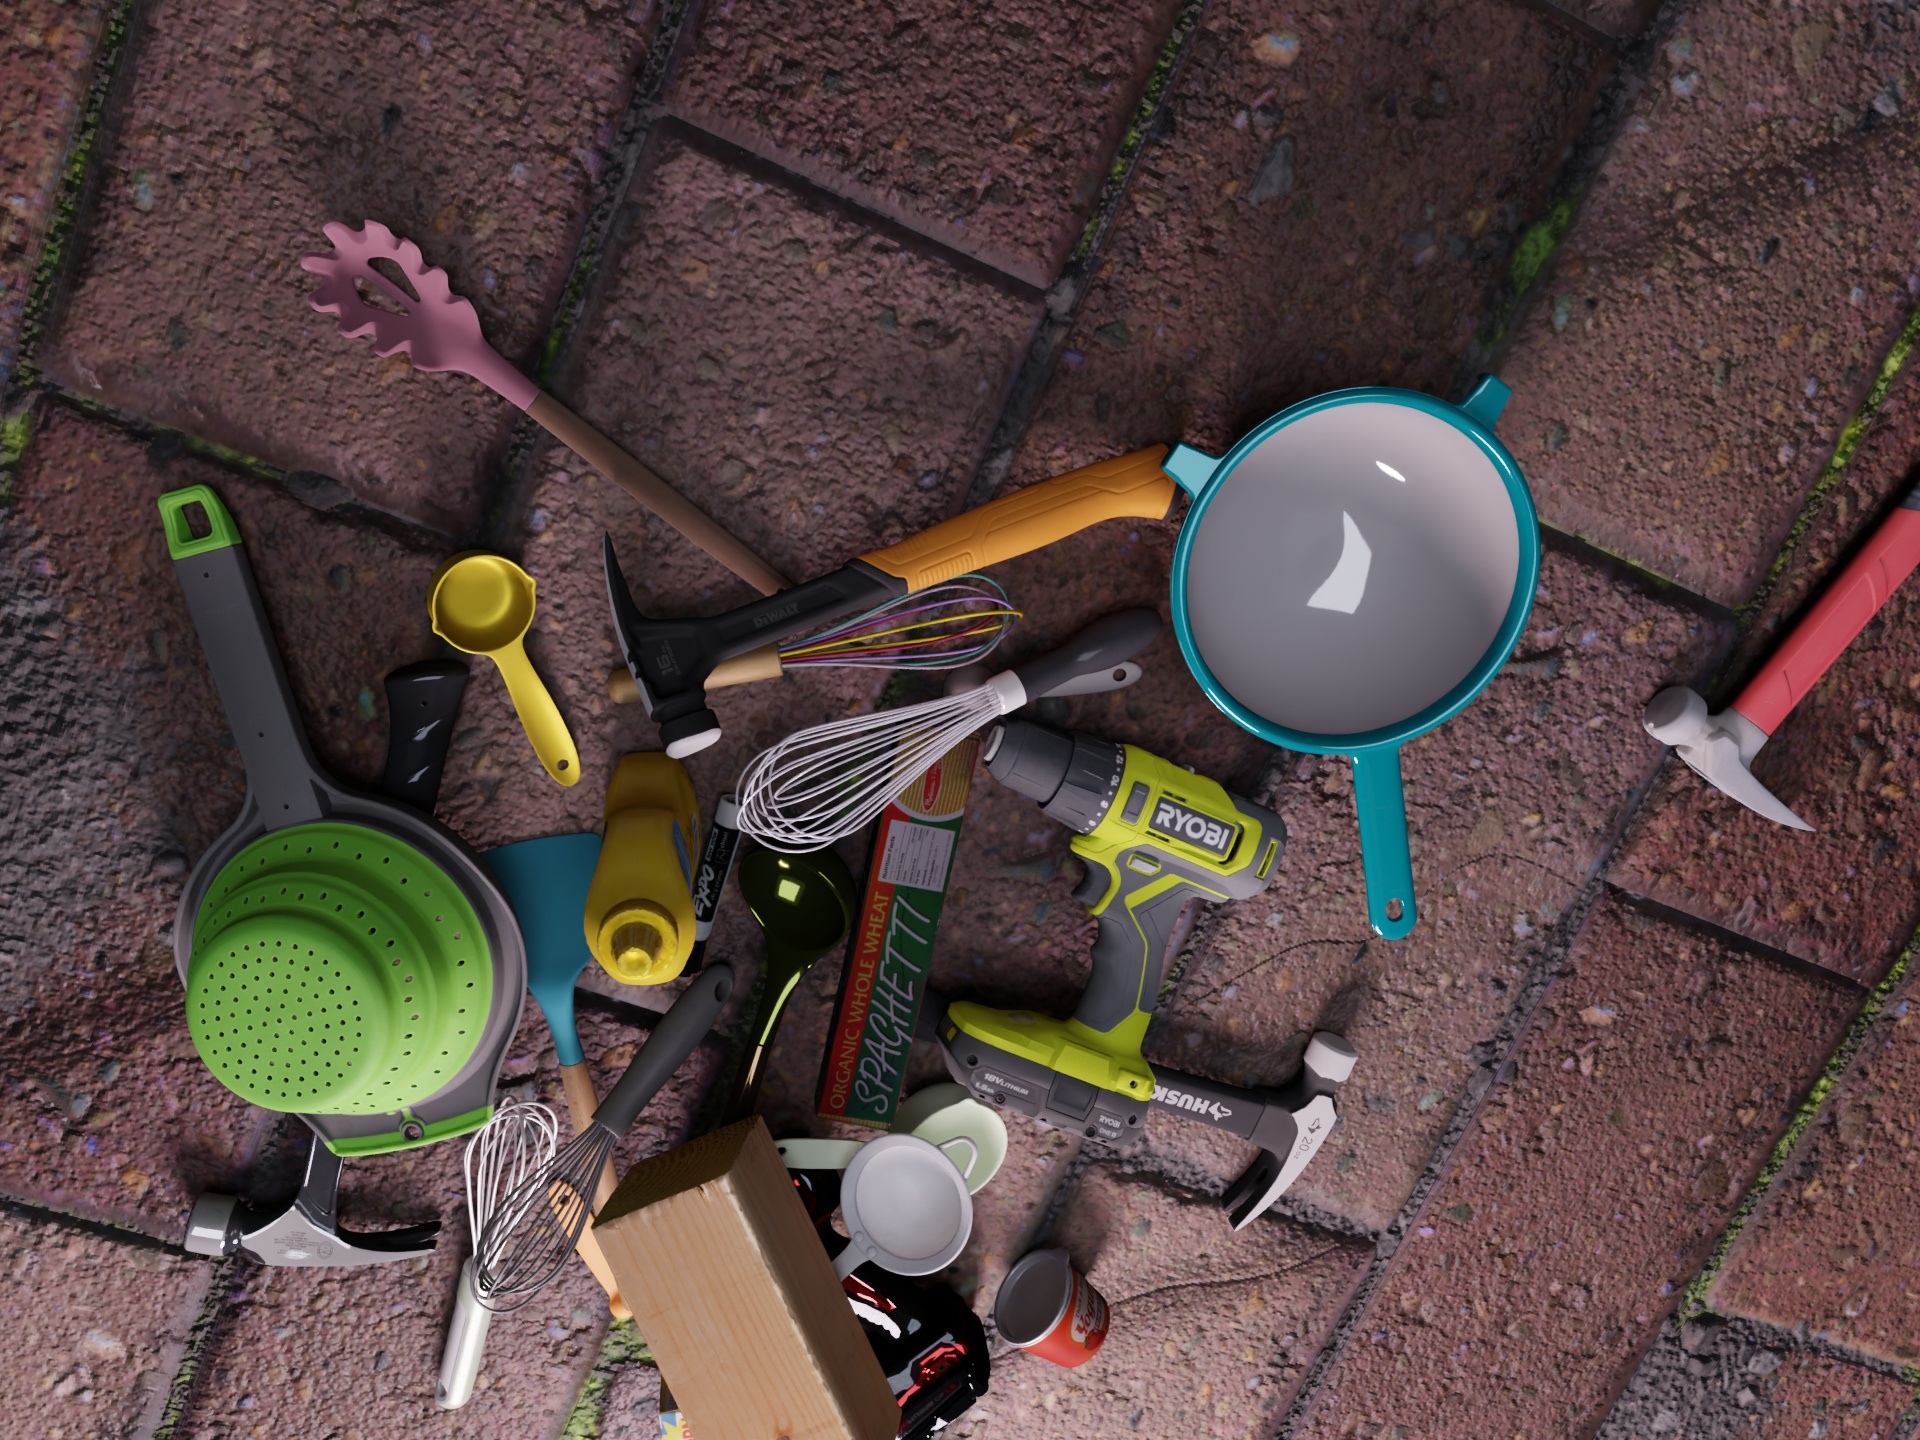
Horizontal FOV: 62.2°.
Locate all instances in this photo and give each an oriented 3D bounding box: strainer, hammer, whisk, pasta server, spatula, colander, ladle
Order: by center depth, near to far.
[{"bbox_3d":[-0.373,0.070,0.863,0.204,0.094,0.397,-14,100,7],"label":"colander"},{"bbox_3d":[-0.212,-0.157,0.872,0.316,0.040,0.060,38,97,-19],"label":"pasta server"},{"bbox_3d":[-0.028,-0.096,0.892,0.337,0.034,0.127,-21,80,-13],"label":"hammer"},{"bbox_3d":[-0.002,-0.002,0.922,0.284,0.070,0.070,-26,111,-17],"label":"whisk"},{"bbox_3d":[-0.084,-0.043,0.926,0.245,0.047,0.051,-10,110,-1],"label":"whisk"},{"bbox_3d":[0.230,-0.035,0.948,0.211,0.095,0.340,-13,111,-1],"label":"strainer"},{"bbox_3d":[-0.209,0.245,0.953,0.055,0.055,0.239,44,67,-18],"label":"whisk"},{"bbox_3d":[-0.353,0.155,0.955,0.149,0.036,0.409,14,105,-14],"label":"hammer"},{"bbox_3d":[-0.135,0.222,0.968,0.078,0.062,0.320,19,94,20],"label":"ladle"},{"bbox_3d":[-0.078,0.341,0.984,0.258,0.050,0.087,-44,77,7],"label":"strainer"},{"bbox_3d":[-0.233,0.227,0.987,0.082,0.044,0.317,-10,108,-7],"label":"spatula"},{"bbox_3d":[0.609,-0.109,1.008,0.143,0.038,0.386,33,100,-18],"label":"hammer"},{"bbox_3d":[-0.305,0.344,1.019,0.059,0.058,0.246,0,116,-42],"label":"whisk"},{"bbox_3d":[0.087,0.233,1.045,0.334,0.035,0.146,19,104,-14],"label":"hammer"}]

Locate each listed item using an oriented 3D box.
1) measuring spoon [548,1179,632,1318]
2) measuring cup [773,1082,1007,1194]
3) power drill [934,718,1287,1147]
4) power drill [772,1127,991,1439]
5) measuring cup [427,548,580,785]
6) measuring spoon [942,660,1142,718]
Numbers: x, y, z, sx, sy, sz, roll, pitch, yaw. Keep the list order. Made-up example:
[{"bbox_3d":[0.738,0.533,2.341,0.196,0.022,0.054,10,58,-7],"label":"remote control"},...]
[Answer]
[{"bbox_3d":[-0.242,0.350,1.046,0.021,0.011,0.116,-22,110,-1],"label":"measuring spoon"},{"bbox_3d":[-0.052,0.267,1.018,0.167,0.038,0.083,7,108,-24],"label":"measuring cup"},{"bbox_3d":[0.073,0.123,0.968,0.190,0.080,0.228,23,89,-12],"label":"power drill"},{"bbox_3d":[-0.094,0.384,1.048,0.143,0.079,0.219,-40,106,4],"label":"power drill"},{"bbox_3d":[-0.257,-0.028,0.916,0.062,0.029,0.156,-30,124,-19],"label":"measuring cup"},{"bbox_3d":[0.051,-0.021,0.965,0.124,0.018,0.034,-7,109,-7],"label":"measuring spoon"}]
